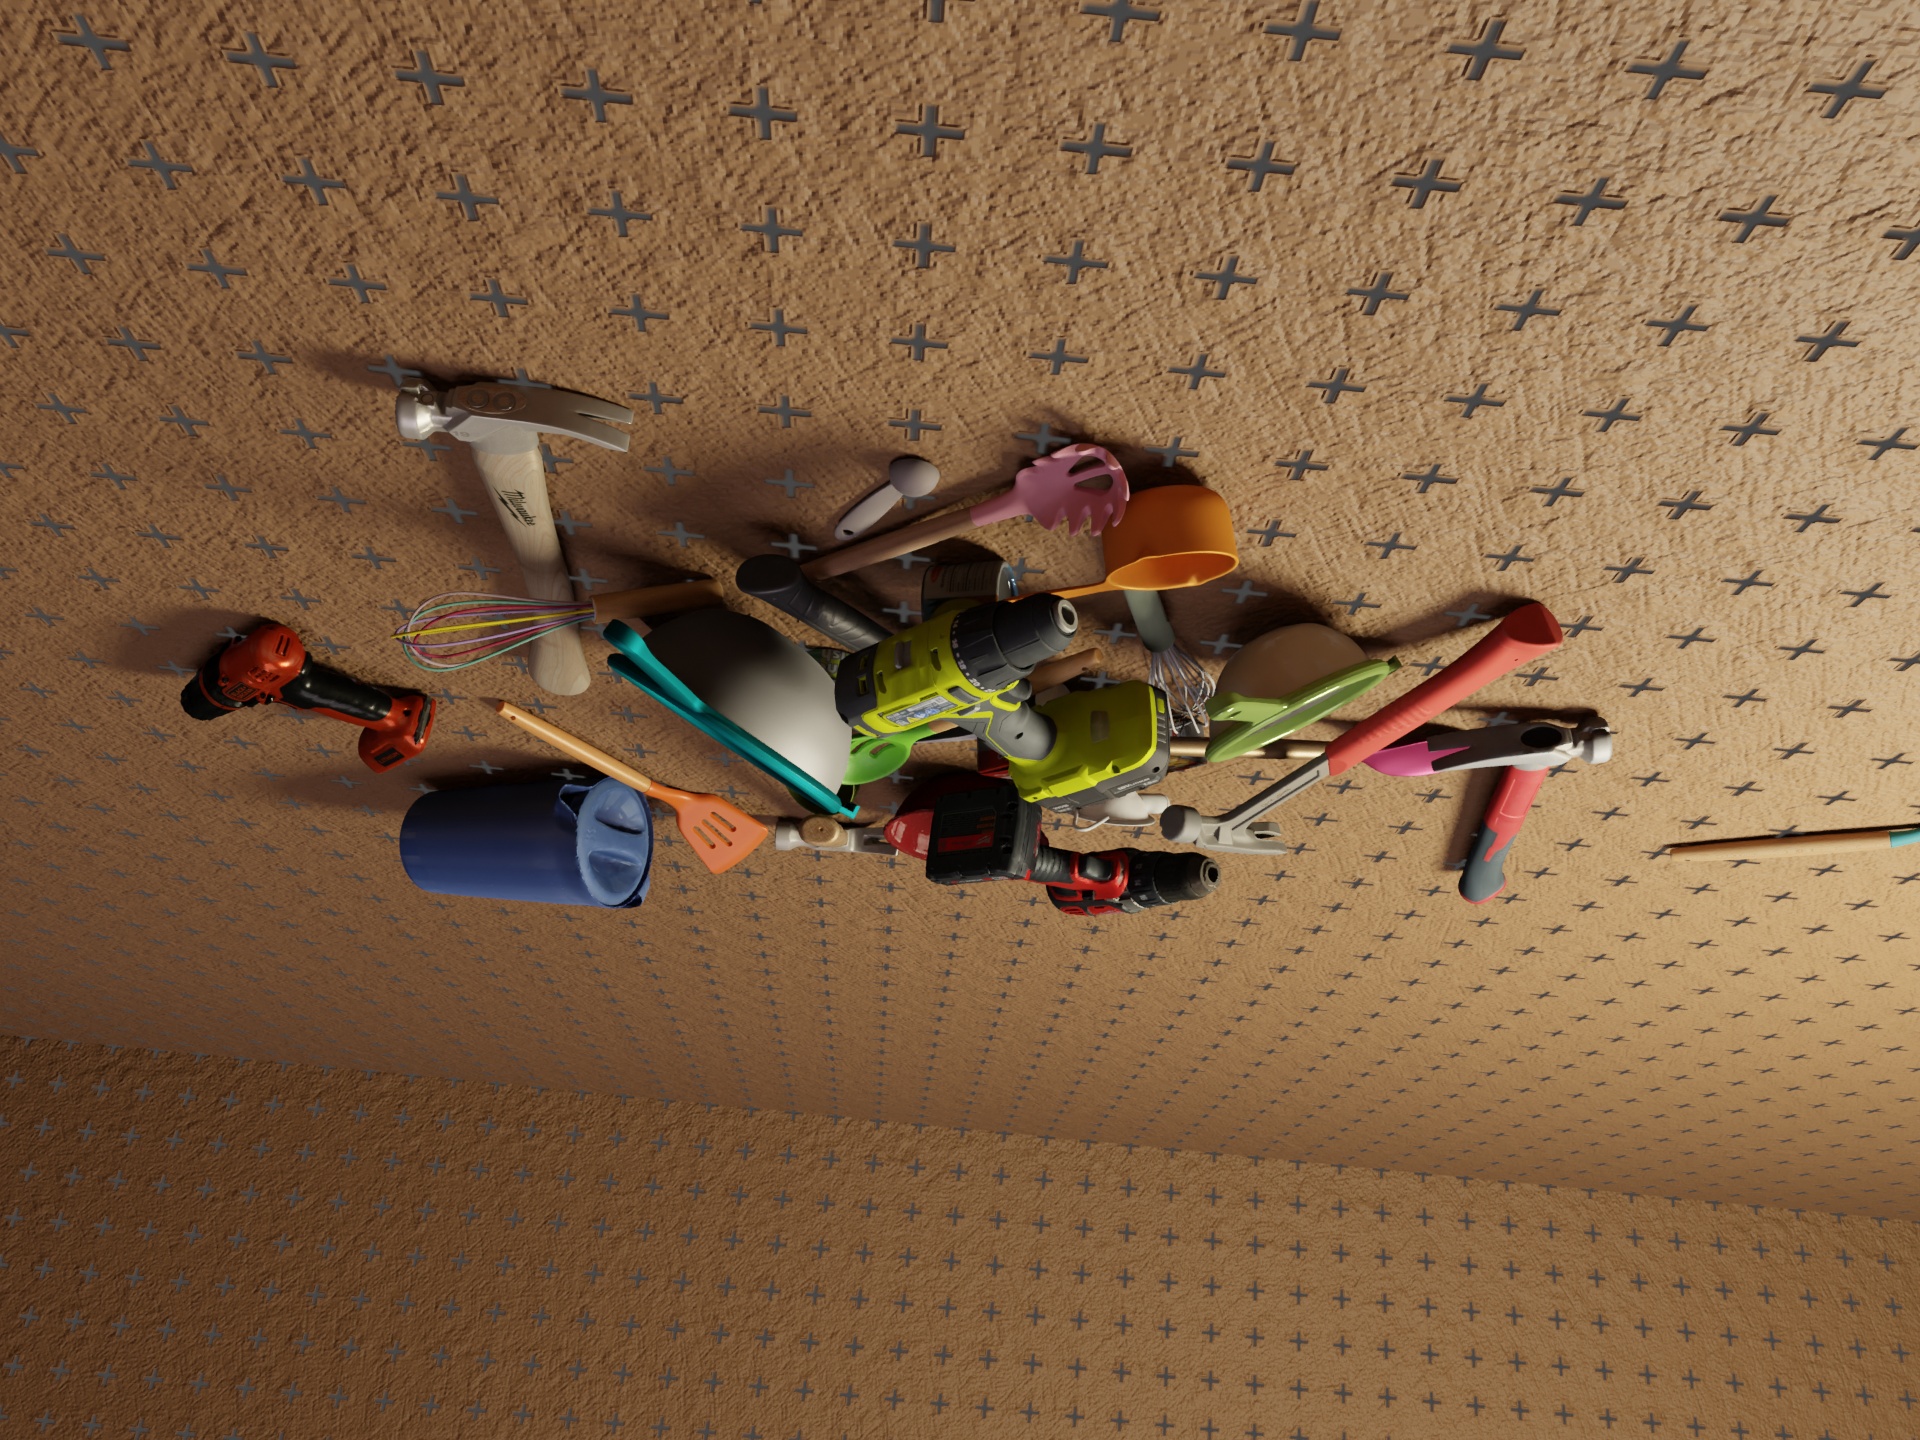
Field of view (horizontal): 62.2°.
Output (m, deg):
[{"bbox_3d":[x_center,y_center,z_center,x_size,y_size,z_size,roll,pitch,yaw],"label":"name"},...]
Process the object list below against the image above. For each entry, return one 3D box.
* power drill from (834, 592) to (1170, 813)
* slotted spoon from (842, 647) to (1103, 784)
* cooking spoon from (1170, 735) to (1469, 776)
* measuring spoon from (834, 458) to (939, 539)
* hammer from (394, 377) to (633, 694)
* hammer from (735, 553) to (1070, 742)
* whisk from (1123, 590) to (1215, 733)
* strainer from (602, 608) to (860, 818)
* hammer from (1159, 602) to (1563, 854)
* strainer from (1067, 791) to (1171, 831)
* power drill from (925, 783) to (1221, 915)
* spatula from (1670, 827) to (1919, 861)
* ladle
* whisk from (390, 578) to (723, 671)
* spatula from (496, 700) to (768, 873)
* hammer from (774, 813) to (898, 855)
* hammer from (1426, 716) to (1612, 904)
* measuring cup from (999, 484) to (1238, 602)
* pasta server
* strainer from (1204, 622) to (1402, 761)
[{"bbox_3d":[0.050,-0.015,1.137,0.190,0.080,0.228,-20,148,36],"label":"power drill"},{"bbox_3d":[-0.002,-0.004,1.283,0.070,0.031,0.314,19,151,-38],"label":"slotted spoon"},{"bbox_3d":[0.300,0.024,1.333,0.318,0.017,0.068,2,149,-18],"label":"cooking spoon"},{"bbox_3d":[-0.055,-0.145,1.096,0.034,0.018,0.124,19,153,-27],"label":"measuring spoon"},{"bbox_3d":[-0.304,-0.117,1.189,0.146,0.038,0.410,6,155,-4],"label":"hammer"},{"bbox_3d":[-0.057,-0.051,1.249,0.146,0.035,0.334,-12,155,32],"label":"hammer"},{"bbox_3d":[0.155,-0.058,1.218,0.059,0.058,0.246,-33,146,-1],"label":"whisk"},{"bbox_3d":[-0.169,-0.040,1.162,0.211,0.095,0.340,31,172,16],"label":"strainer"},{"bbox_3d":[0.327,0.017,1.266,0.149,0.037,0.359,8,146,-38],"label":"hammer"},{"bbox_3d":[0.146,0.070,1.389,0.087,0.050,0.258,13,-178,21],"label":"strainer"},{"bbox_3d":[0.102,0.126,1.426,0.226,0.080,0.188,21,159,-38],"label":"power drill"},{"bbox_3d":[0.825,0.121,1.459,0.317,0.044,0.082,-7,156,27],"label":"spatula"},{"bbox_3d":[-0.184,-0.007,1.378,0.078,0.062,0.319,-4,151,29],"label":"ladle"},{"bbox_3d":[-0.290,-0.077,1.166,0.245,0.051,0.047,-11,156,-26],"label":"whisk"},{"bbox_3d":[-0.325,0.061,1.563,0.081,0.041,0.322,-39,136,16],"label":"spatula"},{"bbox_3d":[-0.124,0.110,1.526,0.130,0.031,0.331,3,174,-2],"label":"hammer"},{"bbox_3d":[0.483,0.095,1.463,0.143,0.038,0.386,-6,155,6],"label":"hammer"},{"bbox_3d":[0.100,-0.115,1.071,0.173,0.052,0.095,-10,169,29],"label":"measuring cup"},{"bbox_3d":[-0.013,-0.131,1.098,0.316,0.040,0.060,-13,116,38],"label":"pasta server"},{"bbox_3d":[0.216,-0.030,1.152,0.151,0.069,0.256,-31,166,24],"label":"strainer"}]
